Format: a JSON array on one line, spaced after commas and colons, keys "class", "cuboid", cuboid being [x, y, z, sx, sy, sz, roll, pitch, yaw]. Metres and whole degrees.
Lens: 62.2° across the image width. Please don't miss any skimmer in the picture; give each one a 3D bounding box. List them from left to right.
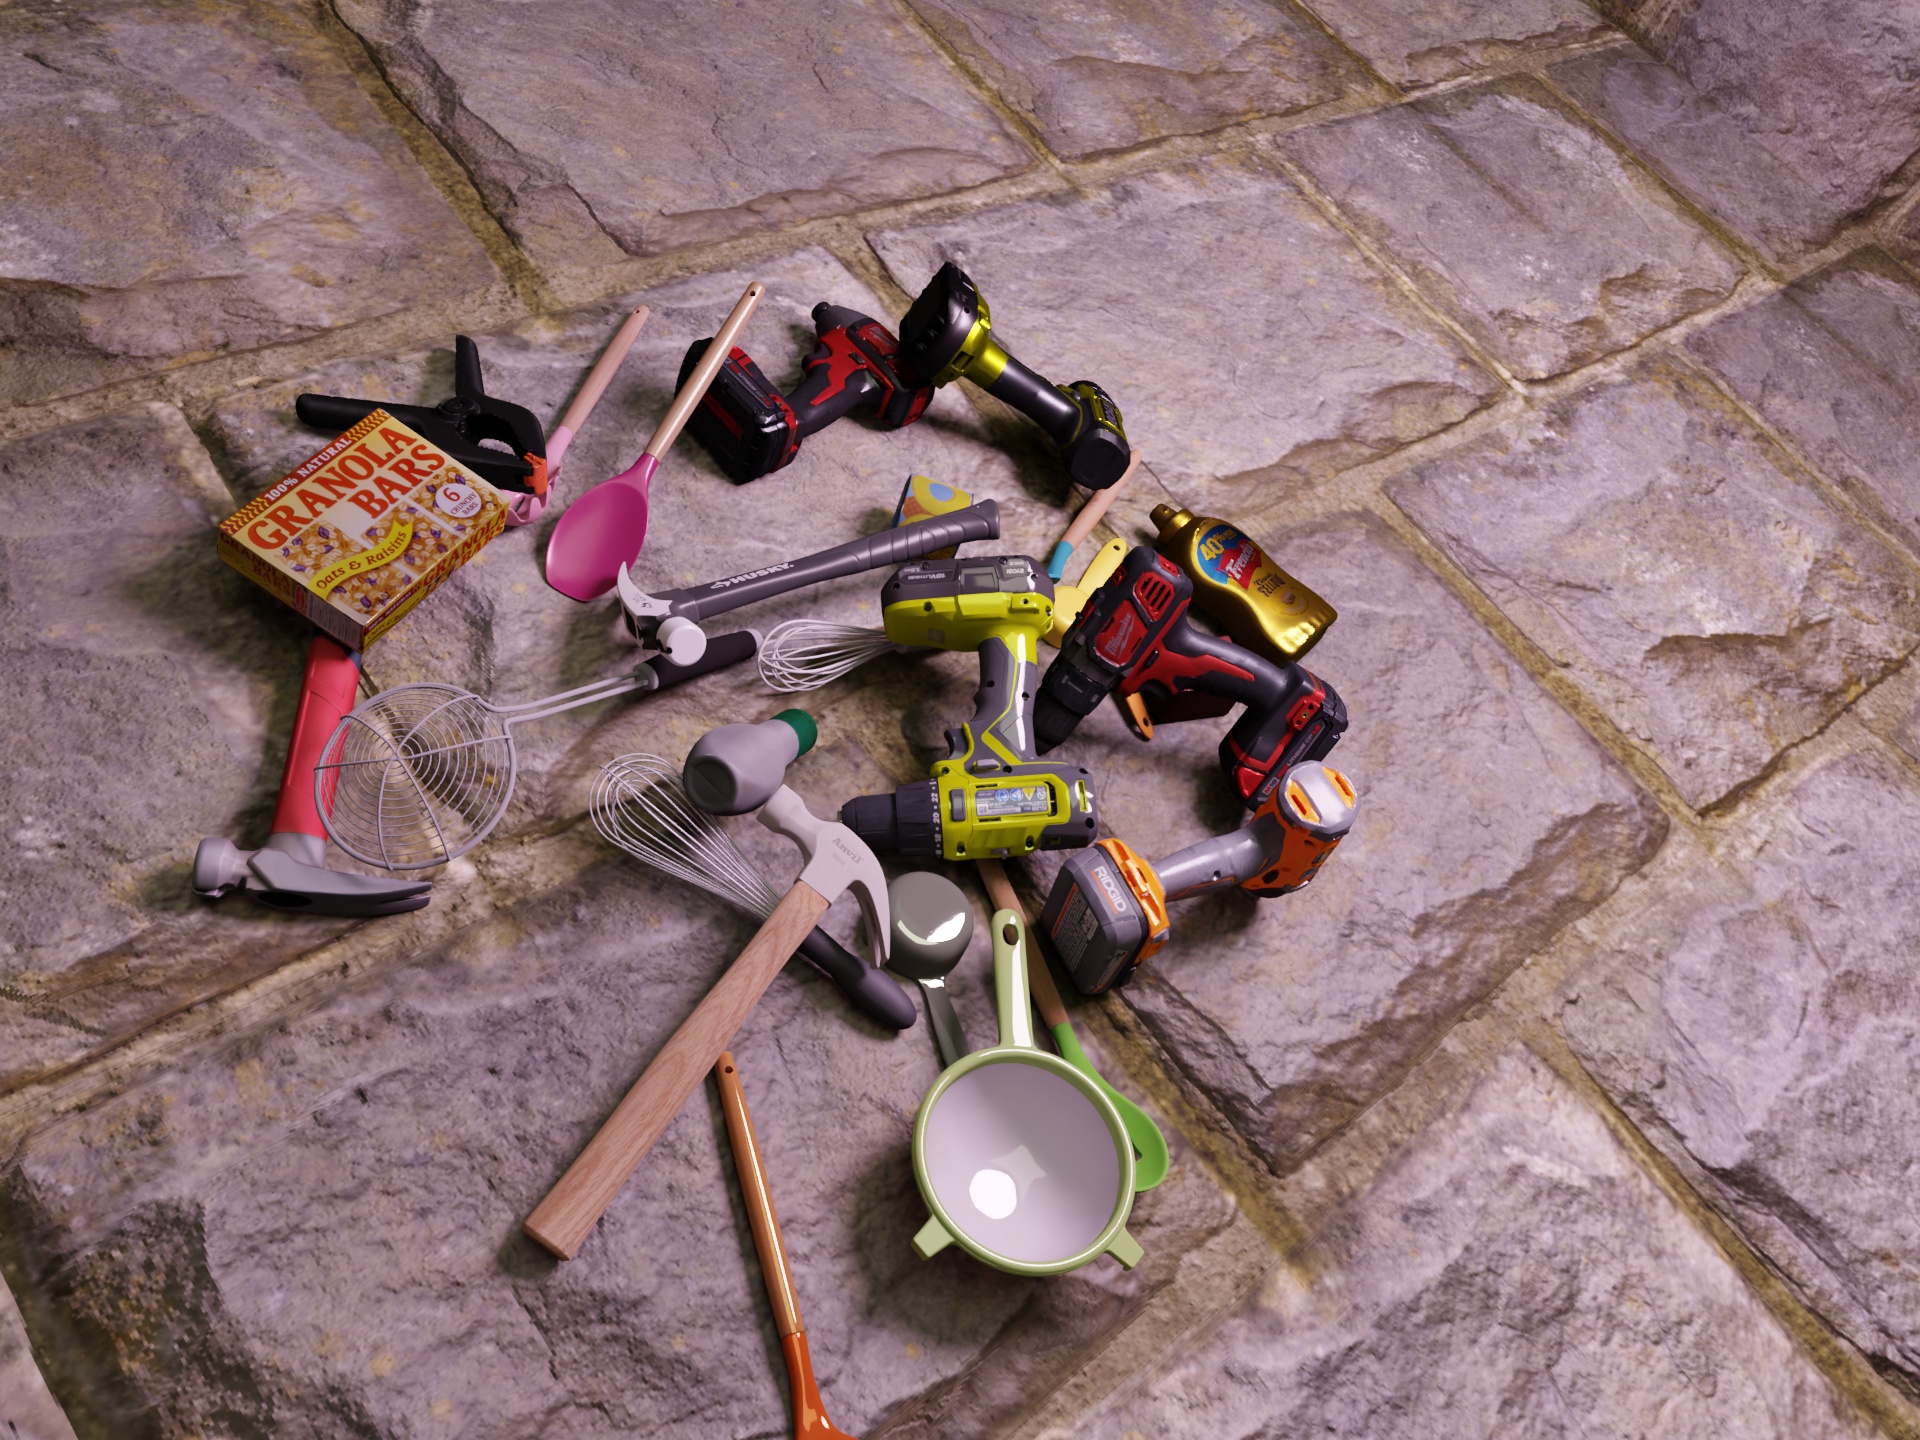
[{"class": "skimmer", "cuboid": [-0.280, 0.001, 1.132, 0.127, 0.090, 0.363, 47, 35, 14]}]

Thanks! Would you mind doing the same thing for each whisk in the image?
[{"class": "whisk", "cuboid": [-0.143, 0.122, 1.112, 0.284, 0.070, 0.070, 39, 50, 2]}, {"class": "whisk", "cuboid": [-0.056, -0.066, 1.292, 0.246, 0.059, 0.058, -12, 27, -34]}]

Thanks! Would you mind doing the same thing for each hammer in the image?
[{"class": "hammer", "cuboid": [-0.426, -0.041, 1.123, 0.143, 0.038, 0.387, 9, 52, -18]}, {"class": "hammer", "cuboid": [-0.159, 0.199, 1.024, 0.130, 0.031, 0.331, 39, 60, -3]}, {"class": "hammer", "cuboid": [-0.110, -0.123, 1.255, 0.334, 0.035, 0.146, -20, 31, -28]}]

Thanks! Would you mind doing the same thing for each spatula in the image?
[{"class": "spatula", "cuboid": [-0.105, 0.346, 0.965, 0.081, 0.041, 0.323, -5, 57, -25]}, {"class": "spatula", "cuboid": [0.100, -0.178, 1.437, 0.044, 0.082, 0.318, 54, 43, -16]}]

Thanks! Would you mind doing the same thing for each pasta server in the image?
[{"class": "pasta server", "cuboid": [-0.323, -0.263, 1.333, 0.060, 0.040, 0.316, 10, 48, 8]}]

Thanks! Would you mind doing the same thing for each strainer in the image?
[{"class": "strainer", "cuboid": [0.031, 0.253, 1.073, 0.151, 0.069, 0.257, 8, 52, -14]}]

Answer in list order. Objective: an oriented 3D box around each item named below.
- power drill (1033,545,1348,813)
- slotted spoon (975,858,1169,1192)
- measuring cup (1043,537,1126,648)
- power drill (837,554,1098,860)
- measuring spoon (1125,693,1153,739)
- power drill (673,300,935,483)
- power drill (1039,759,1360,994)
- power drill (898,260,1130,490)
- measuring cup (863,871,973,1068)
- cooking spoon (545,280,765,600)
[{"class": "power drill", "cuboid": [0.175, -0.012, 1.287, 0.226, 0.188, 0.080, 32, 16, -14]}, {"class": "slotted spoon", "cuboid": [0.064, 0.200, 1.155, 0.070, 0.031, 0.314, -8, 57, -27]}, {"class": "measuring cup", "cuboid": [0.117, -0.123, 1.413, 0.062, 0.029, 0.157, 33, 52, 3]}, {"class": "power drill", "cuboid": [-0.002, -0.004, 1.210, 0.190, 0.080, 0.229, -4, 69, -2]}, {"class": "measuring spoon", "cuboid": [0.144, -0.038, 1.360, 0.021, 0.011, 0.117, 0, 65, -48]}, {"class": "power drill", "cuboid": [-0.140, -0.304, 1.417, 0.219, 0.078, 0.143, -30, 70, -39]}, {"class": "power drill", "cuboid": [0.178, 0.122, 1.192, 0.226, 0.164, 0.084, -21, 65, -19]}, {"class": "power drill", "cuboid": [0.054, -0.317, 1.468, 0.223, 0.080, 0.171, 32, 27, -21]}, {"class": "measuring cup", "cuboid": [-0.014, 0.181, 1.126, 0.083, 0.038, 0.168, -4, 55, -25]}, {"class": "cooking spoon", "cuboid": [-0.238, -0.232, 1.290, 0.069, 0.017, 0.319, 27, 72, 1]}]
